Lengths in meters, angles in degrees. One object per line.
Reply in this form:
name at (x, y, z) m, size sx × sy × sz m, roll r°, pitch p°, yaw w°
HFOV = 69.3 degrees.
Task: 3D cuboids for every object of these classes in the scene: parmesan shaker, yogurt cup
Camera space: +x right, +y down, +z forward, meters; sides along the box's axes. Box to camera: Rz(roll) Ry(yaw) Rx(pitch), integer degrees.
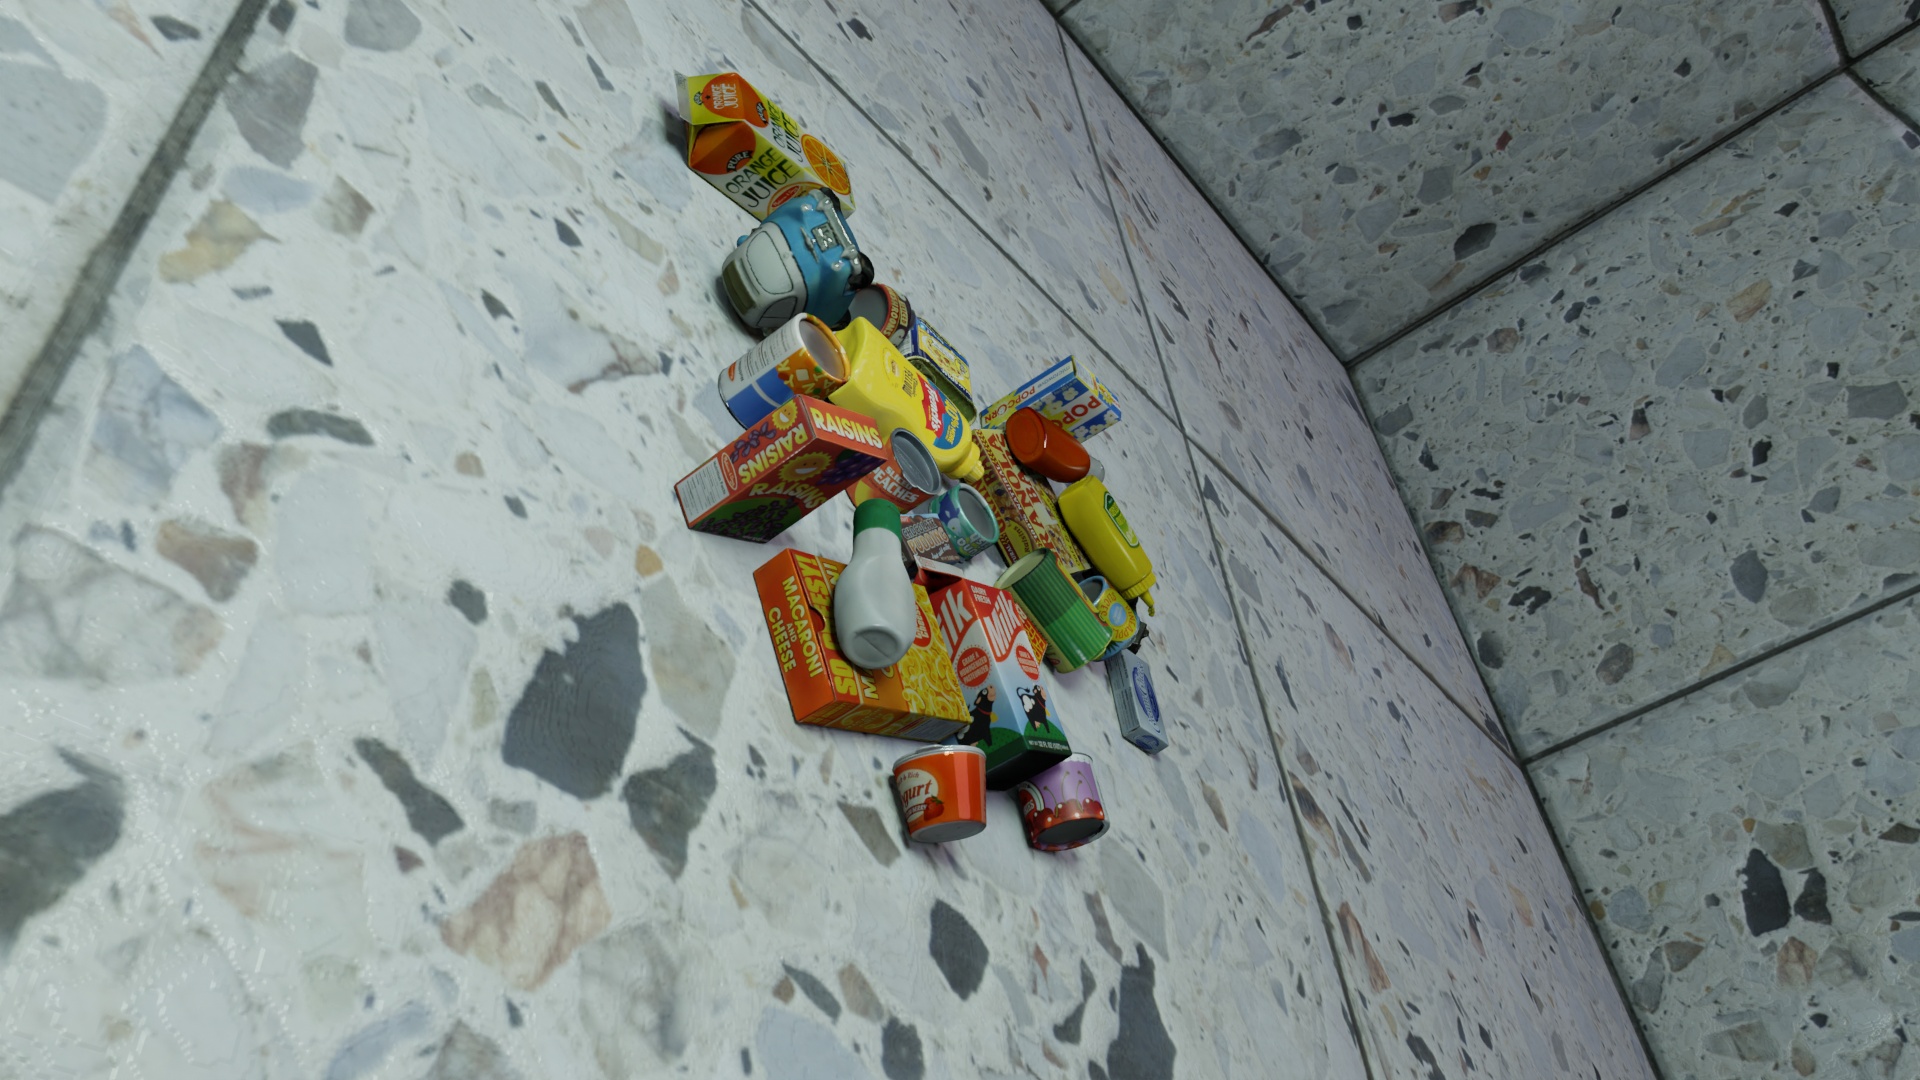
parmesan shaker at (0.088, 0.065, 1.300) m, size 0.103 × 0.071 × 0.071 m, roll 52°, pitch 25°, yaw -13°
yogurt cup at (-0.012, 0.182, 0.988) m, size 0.072 × 0.072 × 0.054 m, roll 26°, pitch 47°, yaw -49°

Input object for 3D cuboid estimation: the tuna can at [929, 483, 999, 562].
tuna can at (0.005, -0.016, 1.286) m, size 0.071 × 0.032 × 0.071 m, roll 43°, pitch 28°, yaw -29°

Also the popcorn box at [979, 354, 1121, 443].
popcorn box at (0.096, -0.133, 1.481) m, size 0.085 × 0.126 × 0.038 m, roll 37°, pitch 35°, yaw -38°

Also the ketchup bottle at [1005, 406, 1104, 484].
ketchup bottle at (0.103, -0.089, 1.448) m, size 0.148 × 0.043 × 0.065 m, roll 25°, pitch 40°, yaw -54°

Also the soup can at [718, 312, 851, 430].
soup can at (-0.136, -0.128, 1.096) m, size 0.071 × 0.083 × 0.072 m, roll 44°, pitch 28°, yaw -30°

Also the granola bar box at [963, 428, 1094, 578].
granola bar box at (0.062, -0.032, 1.402) m, size 0.165 × 0.039 × 0.124 m, roll 62°, pitch 23°, yaw 9°

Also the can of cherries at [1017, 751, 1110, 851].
can of cherries at (0.080, 0.212, 1.123) m, size 0.071 × 0.071 × 0.058 m, roll 29°, pitch 38°, yaw -47°

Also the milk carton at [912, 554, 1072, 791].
milk carton at (0.012, 0.099, 1.116) m, size 0.072 × 0.073 × 0.191 m, roll 20°, pitch 43°, yaw -54°

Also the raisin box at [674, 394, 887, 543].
raisin box at (-0.125, -0.049, 0.975) m, size 0.086 × 0.123 × 0.040 m, roll 15°, pitch 48°, yaw -56°

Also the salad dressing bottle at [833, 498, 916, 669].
salad dressing bottle at (-0.061, 0.027, 1.003) m, size 0.064 × 0.044 × 0.148 m, roll 41°, pitch 27°, yaw -28°

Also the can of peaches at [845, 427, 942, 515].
can of peaches at (-0.059, -0.053, 1.181) m, size 0.071 × 0.058 × 0.071 m, roll 43°, pitch 29°, yaw -31°

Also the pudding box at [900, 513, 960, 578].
pudding box at (-0.040, 0.004, 1.183) m, size 0.084 × 0.030 × 0.050 m, roll -2°, pitch 61°, yaw -62°

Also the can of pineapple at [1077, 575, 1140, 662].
can of pineapple at (0.136, 0.077, 1.377) m, size 0.057 × 0.071 × 0.071 m, roll 48°, pitch 26°, yaw -19°

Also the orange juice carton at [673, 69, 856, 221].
orange juice carton at (-0.189, -0.356, 1.279) m, size 0.192 × 0.073 × 0.072 m, roll 31°, pitch 36°, yaw -44°

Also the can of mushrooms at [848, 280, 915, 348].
can of mushrooms at (-0.079, -0.211, 1.314) m, size 0.033 × 0.071 × 0.071 m, roll 18°, pitch 46°, yaw -53°

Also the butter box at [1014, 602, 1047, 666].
butter box at (0.046, 0.102, 1.234) m, size 0.053 × 0.024 × 0.104 m, roll 53°, pitch 25°, yaw -12°

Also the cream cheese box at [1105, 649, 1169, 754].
cream cheese box at (0.178, 0.161, 1.409) m, size 0.053 × 0.024 × 0.104 m, roll 35°, pitch 33°, yaw -38°

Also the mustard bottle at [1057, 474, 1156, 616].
mustard bottle at (0.161, 0.010, 1.435) m, size 0.160 × 0.048 × 0.065 m, roll 56°, pitch 23°, yaw -7°

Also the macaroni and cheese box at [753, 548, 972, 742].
macaroni and cheese box at (-0.069, 0.080, 1.027) m, size 0.166 × 0.040 × 0.124 m, roll 20°, pitch 43°, yaw -54°
